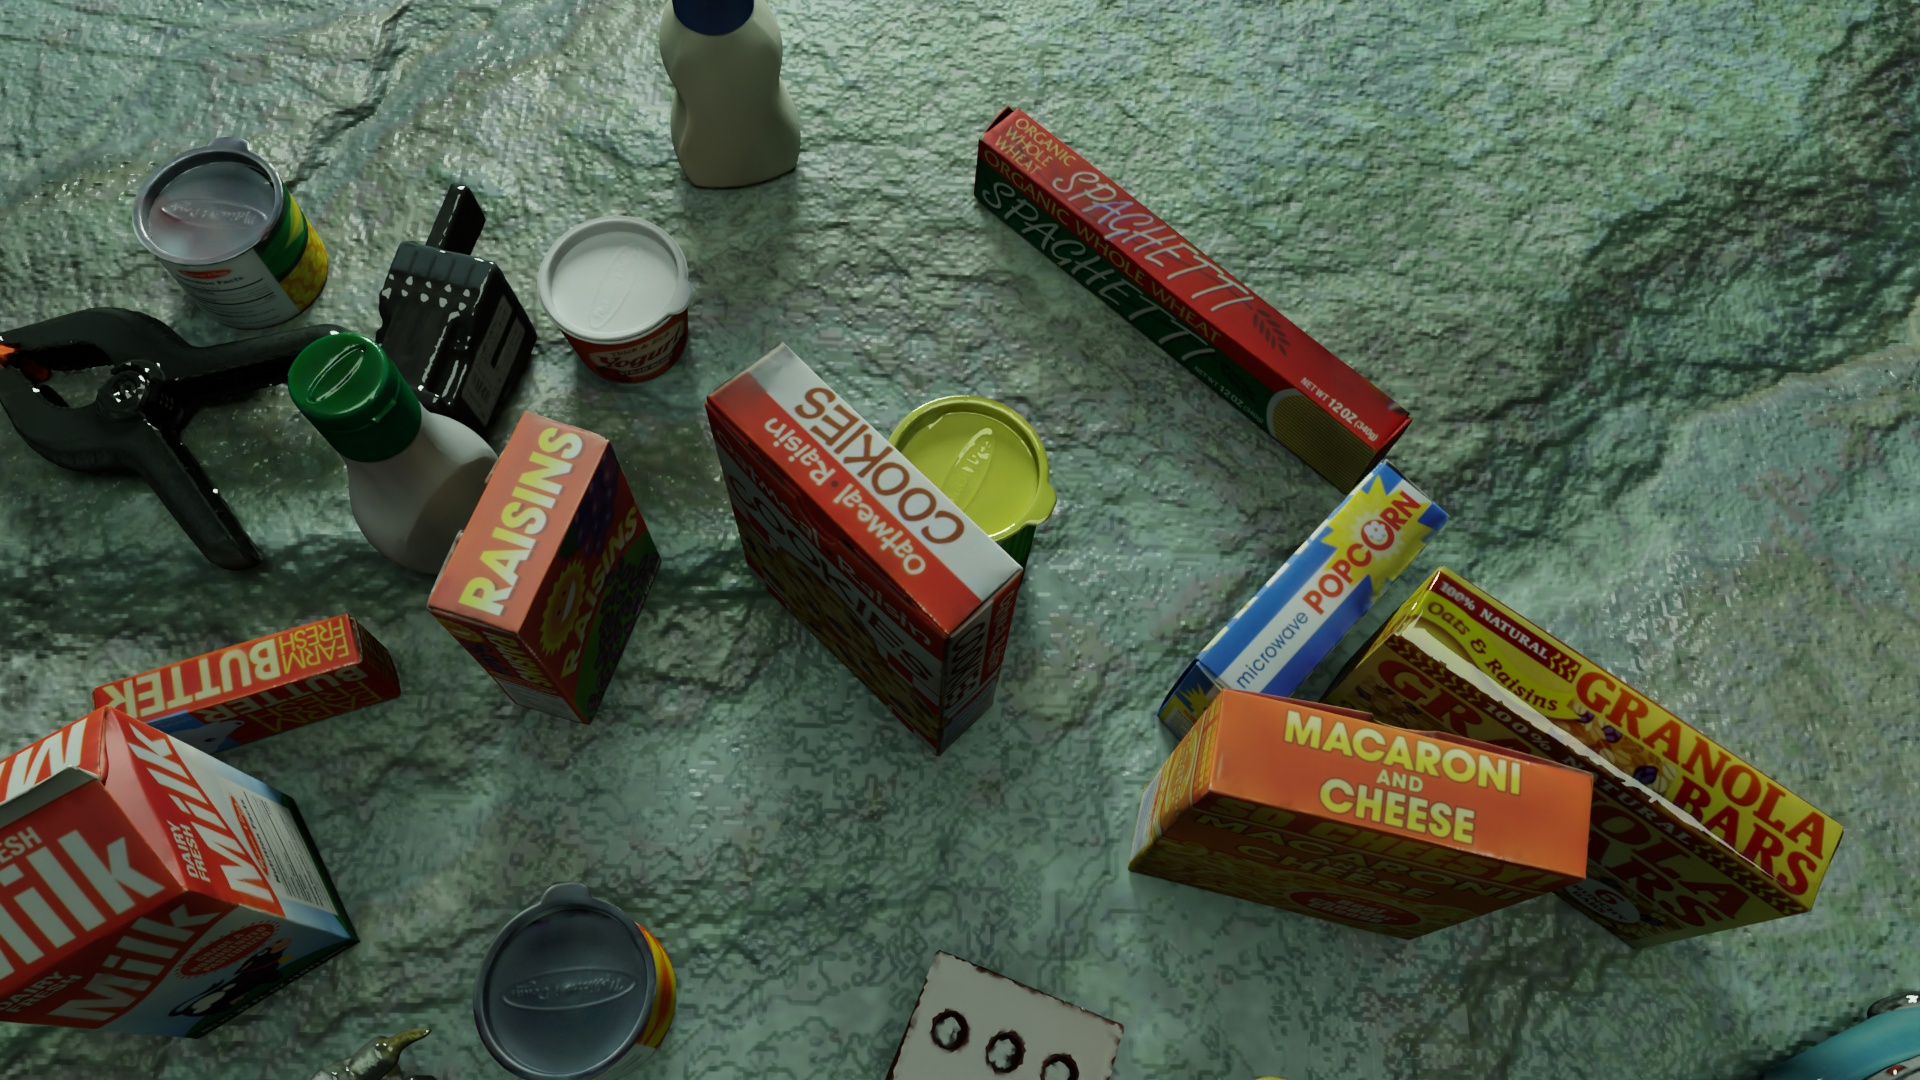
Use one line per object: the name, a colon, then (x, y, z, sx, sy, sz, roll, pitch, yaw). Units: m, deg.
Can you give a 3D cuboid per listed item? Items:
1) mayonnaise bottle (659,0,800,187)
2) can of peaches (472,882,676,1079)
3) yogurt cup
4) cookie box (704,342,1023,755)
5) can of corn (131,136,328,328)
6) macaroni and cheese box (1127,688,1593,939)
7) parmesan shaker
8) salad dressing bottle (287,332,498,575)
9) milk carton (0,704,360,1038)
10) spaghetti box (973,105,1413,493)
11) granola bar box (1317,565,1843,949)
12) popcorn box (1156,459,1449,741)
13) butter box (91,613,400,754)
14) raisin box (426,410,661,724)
mayonnaise bottle: (-0.112, -0.227, 0.657, 0.065, 0.147, 0.041, -12, 69, -8)
can of peaches: (-0.146, 0.172, 0.535, 0.071, 0.058, 0.071, 1, 67, -2)
yogurt cup: (-0.160, -0.110, 0.656, 0.072, 0.053, 0.072, 1, 67, -2)
cookie box: (-0.038, 0.012, 0.548, 0.123, 0.166, 0.040, 43, 72, 14)
can of corn: (-0.343, -0.145, 0.659, 0.071, 0.058, 0.071, 1, 67, -2)
macaroni and cheese box: (0.137, 0.106, 0.517, 0.124, 0.165, 0.040, 13, 68, 3)
parmesan shaker: (0.002, -0.007, 0.593, 0.071, 0.102, 0.071, 1, 67, -2)
salad dressing bottle: (-0.227, -0.033, 0.569, 0.044, 0.147, 0.064, 33, 70, 10)
milk carton: (-0.288, 0.117, 0.479, 0.072, 0.189, 0.073, -30, 72, -14)
spaghetti box: (0.105, -0.119, 0.674, 0.250, 0.050, 0.029, 42, 72, 14)
granola bar box: (0.232, 0.090, 0.552, 0.166, 0.123, 0.039, 35, 70, 11)
popcorn box: (0.144, 0.034, 0.592, 0.038, 0.085, 0.127, 42, 72, 14)
butter box: (-0.293, 0.063, 0.576, 0.104, 0.053, 0.024, -17, 69, -10)
raisin box: (-0.164, 0.015, 0.565, 0.040, 0.123, 0.086, 18, 68, 5)
